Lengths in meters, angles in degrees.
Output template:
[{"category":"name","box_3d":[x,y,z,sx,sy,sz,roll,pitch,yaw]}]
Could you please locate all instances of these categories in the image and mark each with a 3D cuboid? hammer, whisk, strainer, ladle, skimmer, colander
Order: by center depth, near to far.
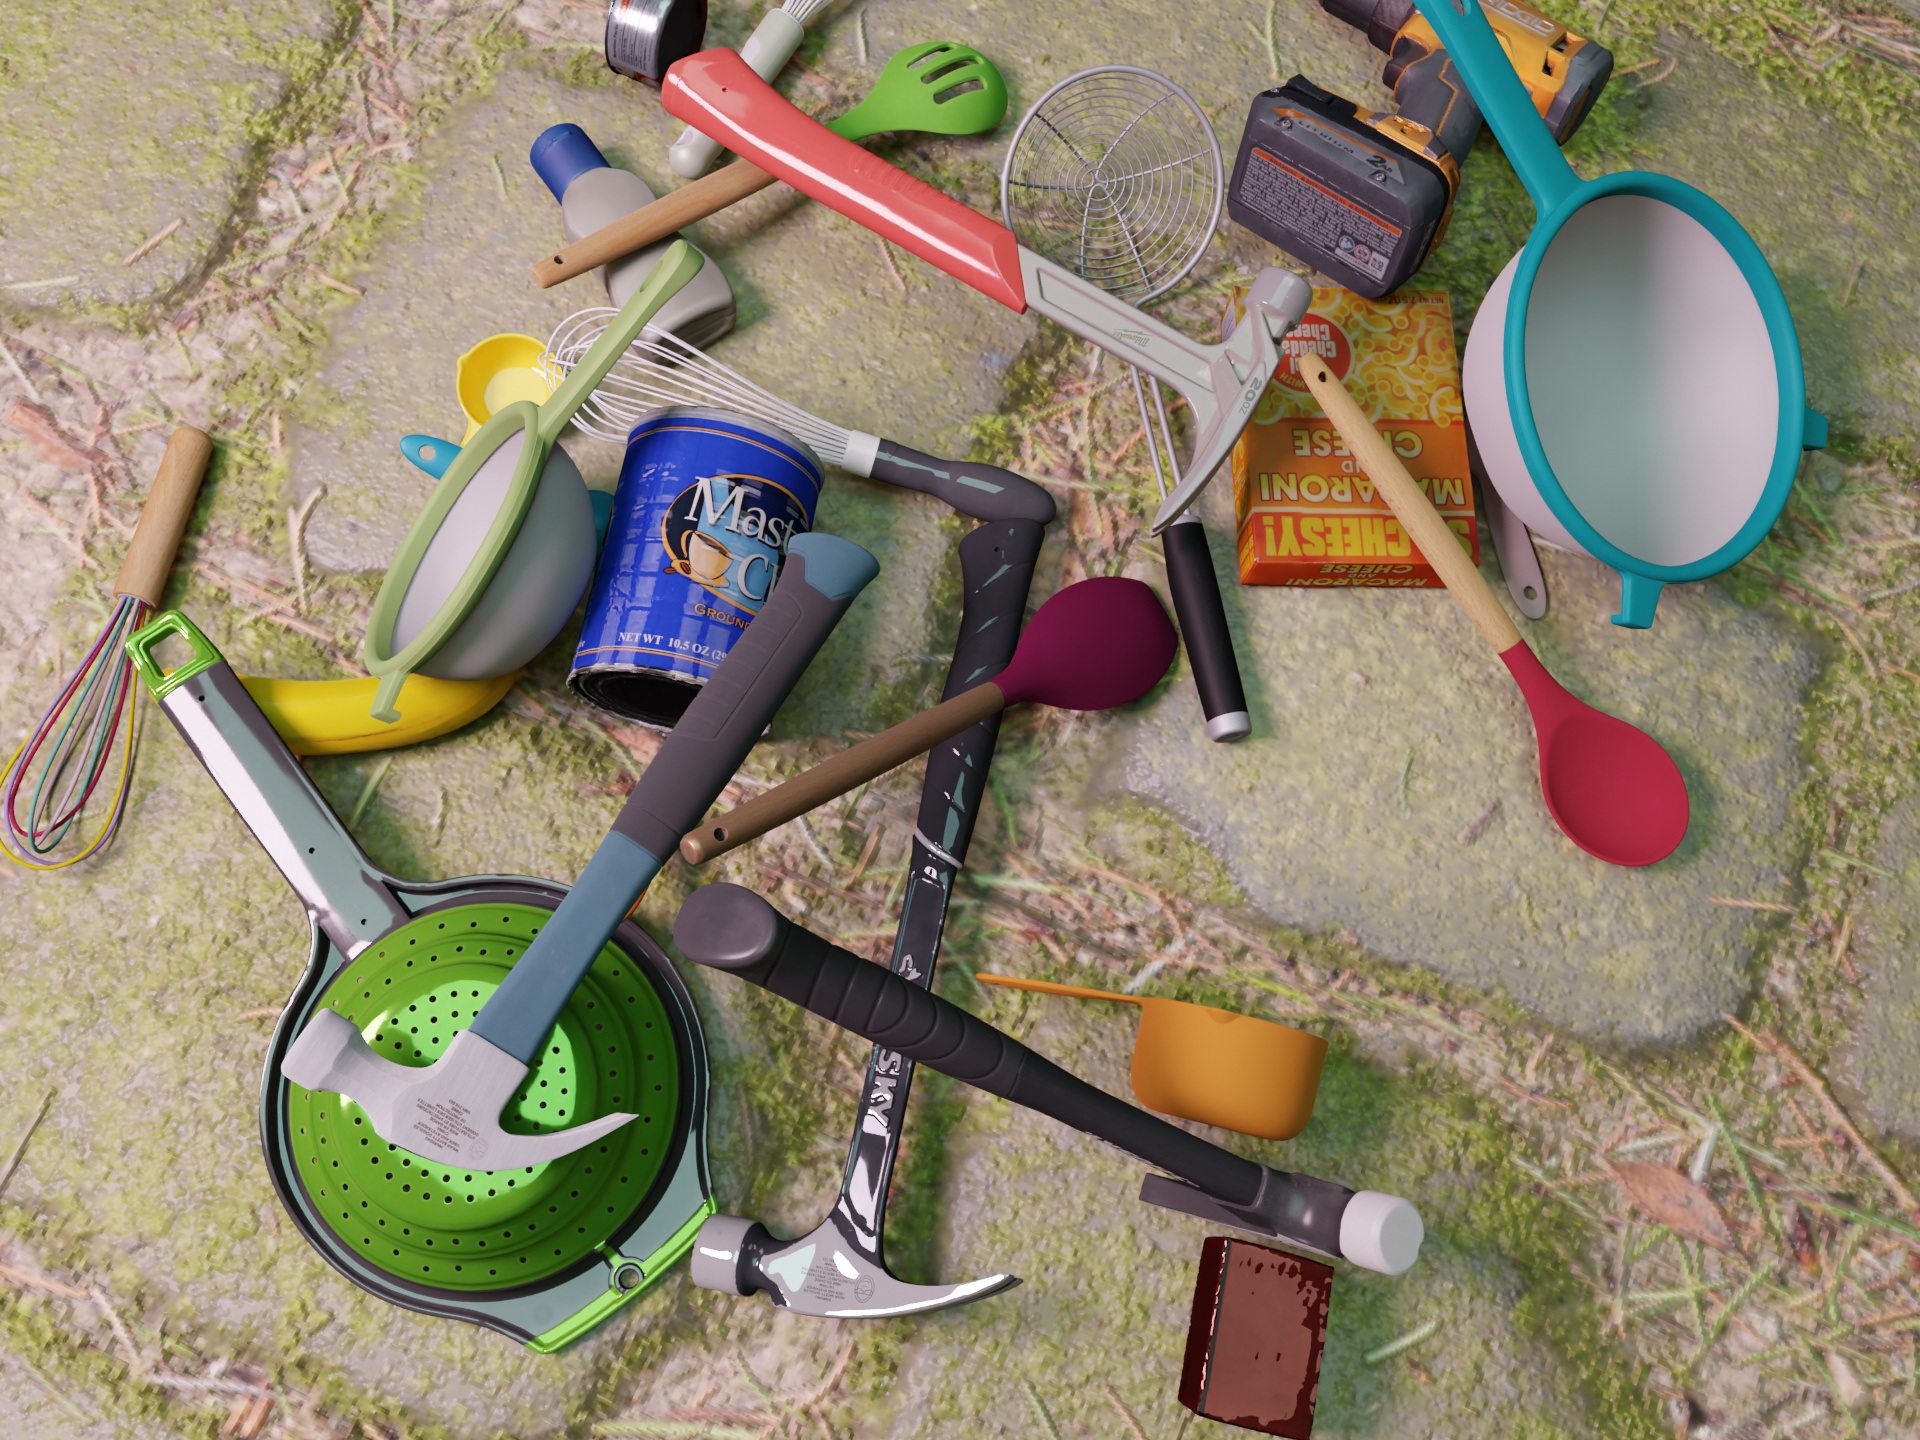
[{"category":"hammer","box_3d":[0.029,0.148,0.652,0.334,0.146,0.035,32,70,-27]},{"category":"hammer","box_3d":[-0.135,0.044,0.693,0.128,0.033,0.331,37,66,-12]},{"category":"colander","box_3d":[-0.266,0.103,0.719,0.204,0.094,0.397,-37,85,-14]},{"category":"strainer","box_3d":[-0.186,-0.111,0.755,0.256,0.069,0.152,-46,34,18]},{"category":"hammer","box_3d":[-0.011,0.082,0.780,0.149,0.036,0.409,6,69,17]},{"category":"whisk","box_3d":[-0.431,-0.043,0.809,0.047,0.051,0.245,7,69,5]},{"category":"ladle","box_3d":[0.268,-0.059,0.820,0.069,0.031,0.315,-36,91,-5]},{"category":"strainer","box_3d":[0.304,-0.224,0.833,0.211,0.095,0.340,-40,103,-22]},{"category":"hammer","box_3d":[-0.006,-0.244,0.835,0.359,0.036,0.149,31,89,8]},{"category":"whisk","box_3d":[-0.084,-0.151,0.845,0.284,0.070,0.070,16,73,-6]},{"category":"skimmer","box_3d":[0.108,-0.171,0.848,0.127,0.090,0.363,-9,73,-6]},{"category":"whisk","box_3d":[-0.099,-0.418,0.940,0.058,0.059,0.246,20,73,44]}]

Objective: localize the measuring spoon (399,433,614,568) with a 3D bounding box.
[{"category":"measuring spoon","box_3d":[-0.234,-0.120,0.835,0.128,0.021,0.042,24,88,-10]}]

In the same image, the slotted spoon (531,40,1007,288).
[{"category":"slotted spoon","box_3d":[-0.099,-0.312,0.889,0.314,0.031,0.070,-33,78,-20]}]

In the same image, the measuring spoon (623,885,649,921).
[{"category":"measuring spoon","box_3d":[-0.152,0.052,0.784,0.021,0.011,0.117,19,49,-3]}]

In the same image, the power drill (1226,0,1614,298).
[{"category":"power drill","box_3d":[0.242,-0.358,0.909,0.185,0.084,0.226,37,62,16]}]

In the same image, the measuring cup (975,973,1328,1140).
[{"category":"measuring cup","box_3d":[0.084,0.159,0.759,0.174,0.095,0.052,8,77,19]}]

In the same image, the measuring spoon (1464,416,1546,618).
[{"category":"measuring spoon","box_3d":[0.302,-0.115,0.877,0.034,0.018,0.124,-11,74,-6]}]

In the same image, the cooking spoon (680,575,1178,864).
[{"category":"cooking spoon","box_3d":[-0.001,-0.002,0.759,0.319,0.017,0.069,-27,86,-37]}]

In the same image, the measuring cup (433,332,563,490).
[{"category":"measuring cup","box_3d":[-0.262,-0.134,0.858,0.062,0.029,0.156,25,85,0]}]
